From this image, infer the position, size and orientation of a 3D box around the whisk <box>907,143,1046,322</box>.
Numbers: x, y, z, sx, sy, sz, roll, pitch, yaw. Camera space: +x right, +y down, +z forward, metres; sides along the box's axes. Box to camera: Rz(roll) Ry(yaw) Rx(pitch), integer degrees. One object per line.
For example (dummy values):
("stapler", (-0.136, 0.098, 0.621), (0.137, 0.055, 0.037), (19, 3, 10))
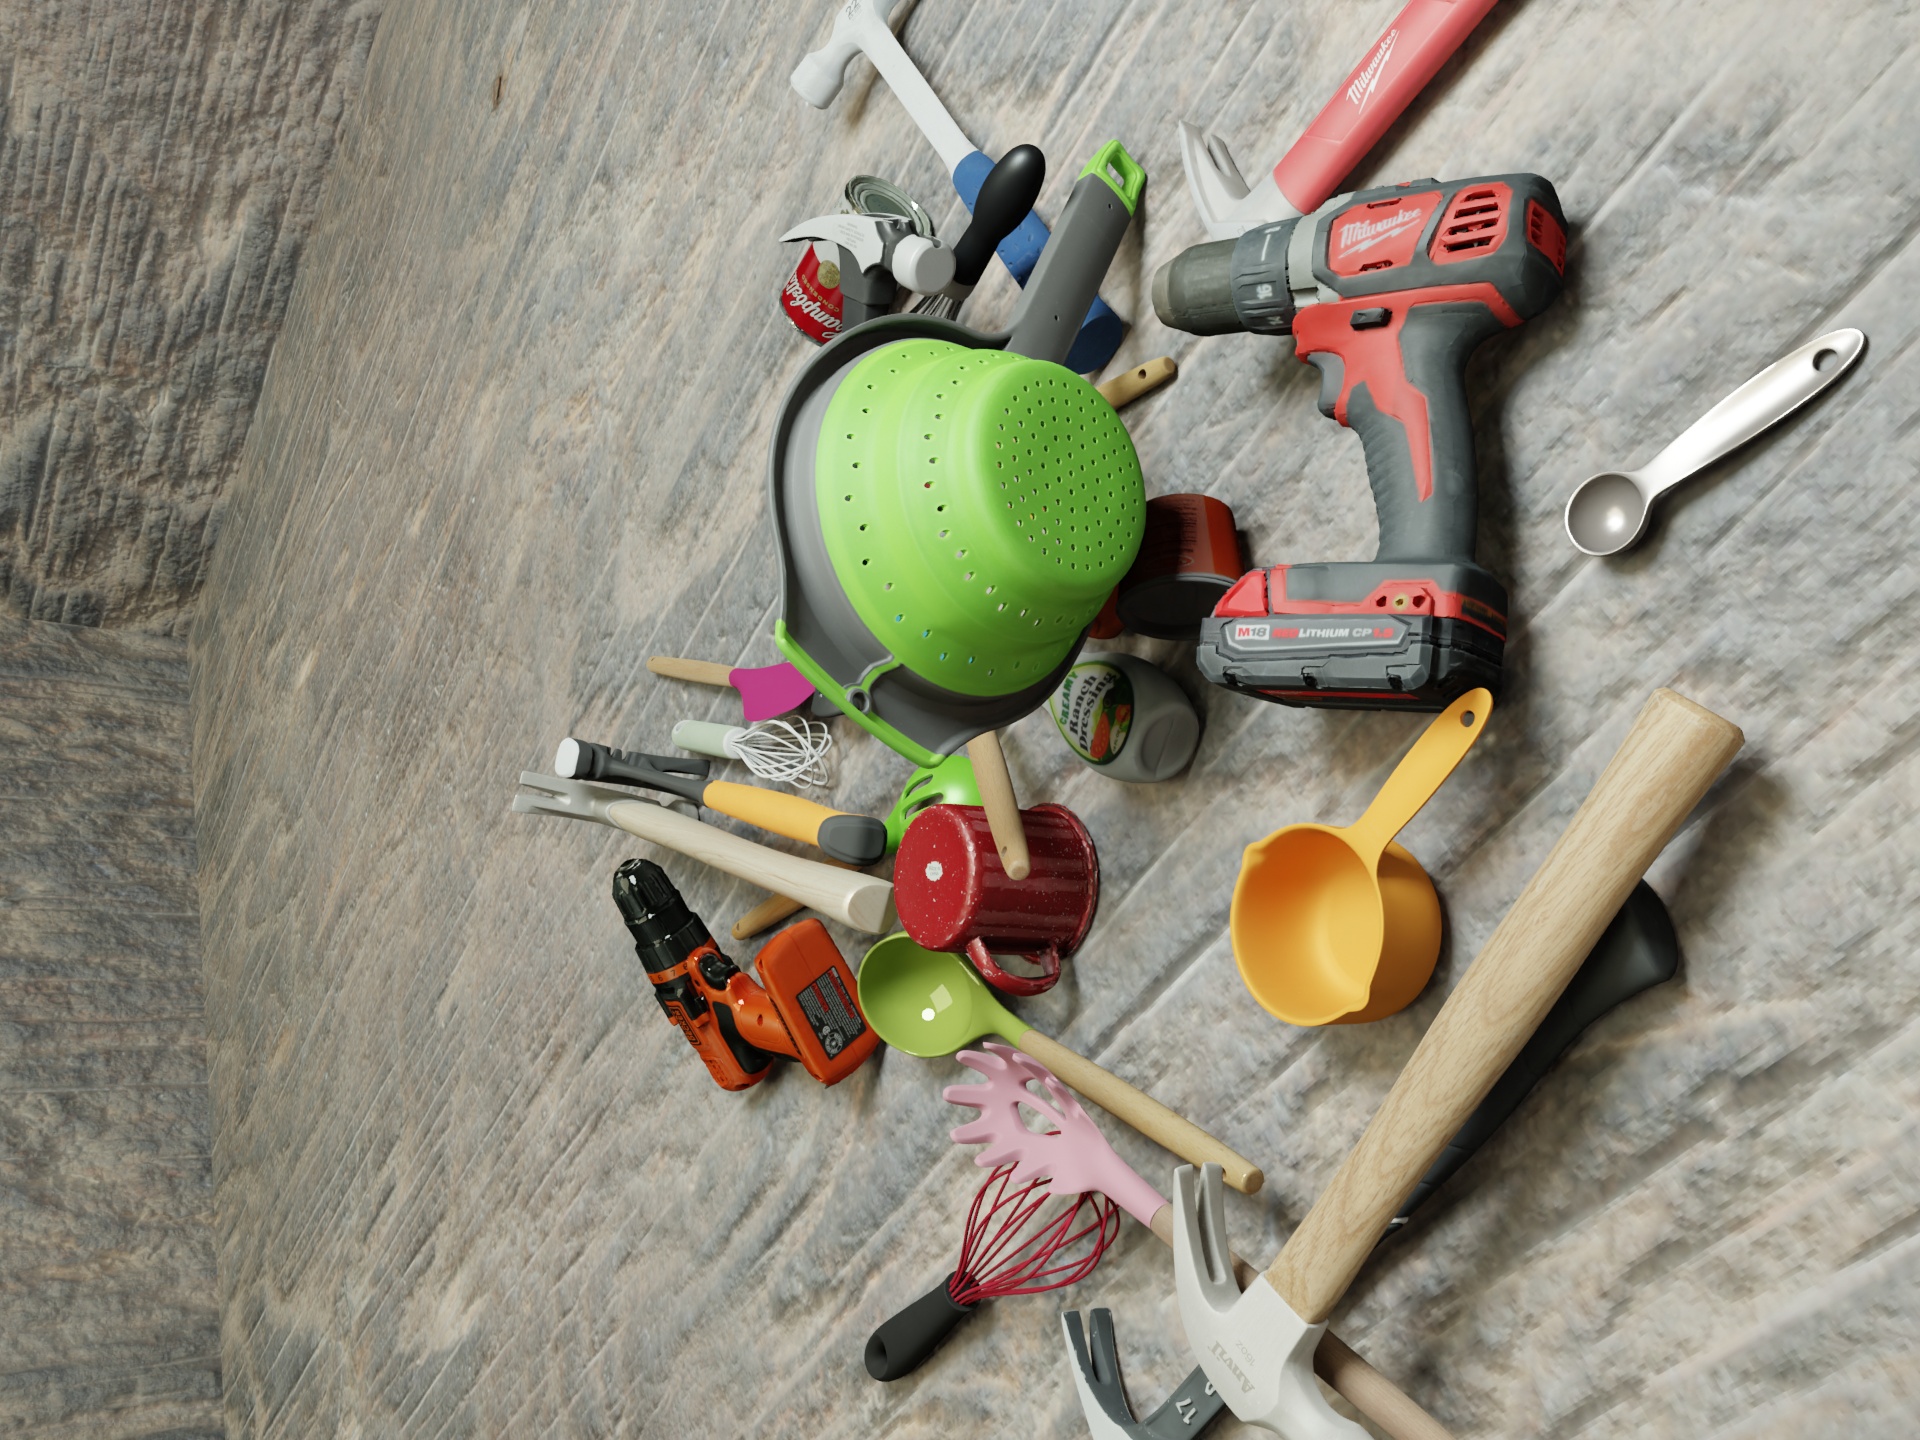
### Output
("whisk", (-0.013, -0.247, 0.963), (0.284, 0.070, 0.070), (135, 132, -59))

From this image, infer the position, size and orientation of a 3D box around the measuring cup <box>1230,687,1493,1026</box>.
("measuring cup", (0.187, 0.058, 0.682), (0.173, 0.052, 0.095), (-59, 41, 26))

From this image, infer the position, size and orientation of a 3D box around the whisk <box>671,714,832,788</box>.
("whisk", (-0.162, 0.018, 1.186), (0.058, 0.059, 0.246), (-44, 23, -22))

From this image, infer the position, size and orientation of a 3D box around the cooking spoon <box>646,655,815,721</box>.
("cooking spoon", (-0.182, -0.035, 1.224), (0.069, 0.017, 0.319), (-45, 25, -19))

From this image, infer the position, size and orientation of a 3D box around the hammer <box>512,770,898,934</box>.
("hammer", (-0.174, 0.087, 1.089), (0.411, 0.146, 0.038), (10, 85, 56))

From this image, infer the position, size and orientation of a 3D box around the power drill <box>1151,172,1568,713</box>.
("power drill", (0.160, -0.122, 0.701), (0.188, 0.080, 0.227), (3, 84, 39))

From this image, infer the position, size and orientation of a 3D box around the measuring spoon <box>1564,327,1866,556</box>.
("measuring spoon", (0.287, -0.104, 0.606), (0.124, 0.018, 0.034), (-40, 52, 35))

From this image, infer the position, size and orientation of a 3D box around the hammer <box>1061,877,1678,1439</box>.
("hammer", (0.167, 0.220, 0.693), (0.408, 0.036, 0.149), (-60, 40, 27))

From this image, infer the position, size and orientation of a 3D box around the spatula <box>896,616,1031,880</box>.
("spatula", (-0.001, -0.003, 0.917), (0.082, 0.044, 0.318), (-61, 20, 22))

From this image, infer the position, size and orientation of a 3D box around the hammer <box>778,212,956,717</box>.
("hammer", (-0.071, -0.151, 1.006), (0.146, 0.035, 0.334), (37, 130, 44))

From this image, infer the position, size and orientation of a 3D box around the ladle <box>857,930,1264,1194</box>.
("ladle", (0.040, 0.181, 0.836), (0.320, 0.062, 0.078), (18, 114, 58))

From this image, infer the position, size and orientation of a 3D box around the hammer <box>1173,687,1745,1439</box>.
("hammer", (0.186, 0.134, 0.610), (0.130, 0.031, 0.331), (42, 110, 41))

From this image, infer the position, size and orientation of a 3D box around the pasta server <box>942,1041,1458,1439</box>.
("pasta server", (0.103, 0.237, 0.705), (0.316, 0.040, 0.060), (31, 105, 46))

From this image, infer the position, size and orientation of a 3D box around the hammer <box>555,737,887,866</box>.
("hammer", (-0.155, 0.057, 1.111), (0.337, 0.127, 0.034), (11, 89, 51))

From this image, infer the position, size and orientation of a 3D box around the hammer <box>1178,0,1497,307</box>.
("hammer", (0.238, -0.358, 0.697), (0.386, 0.038, 0.143), (-47, 47, 39))

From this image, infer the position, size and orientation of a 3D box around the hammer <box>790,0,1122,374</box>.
("hammer", (0.004, -0.363, 1.015), (0.144, 0.035, 0.406), (-45, 51, 24))

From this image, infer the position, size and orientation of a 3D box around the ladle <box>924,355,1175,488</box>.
("ladle", (0.016, -0.161, 0.981), (0.315, 0.031, 0.069), (-18, 85, 50))

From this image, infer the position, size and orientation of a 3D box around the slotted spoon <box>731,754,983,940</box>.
("slotted spoon", (-0.080, 0.100, 1.069), (0.313, 0.031, 0.070), (-35, 53, 48))

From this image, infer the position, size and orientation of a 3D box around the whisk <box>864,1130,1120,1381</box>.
("whisk", (0.010, 0.308, 0.882), (0.295, 0.073, 0.073), (-56, 43, 42))

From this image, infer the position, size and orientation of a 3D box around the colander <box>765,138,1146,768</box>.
("colander", (0.047, -0.167, 0.780), (0.094, 0.204, 0.397), (-15, 43, 48))
